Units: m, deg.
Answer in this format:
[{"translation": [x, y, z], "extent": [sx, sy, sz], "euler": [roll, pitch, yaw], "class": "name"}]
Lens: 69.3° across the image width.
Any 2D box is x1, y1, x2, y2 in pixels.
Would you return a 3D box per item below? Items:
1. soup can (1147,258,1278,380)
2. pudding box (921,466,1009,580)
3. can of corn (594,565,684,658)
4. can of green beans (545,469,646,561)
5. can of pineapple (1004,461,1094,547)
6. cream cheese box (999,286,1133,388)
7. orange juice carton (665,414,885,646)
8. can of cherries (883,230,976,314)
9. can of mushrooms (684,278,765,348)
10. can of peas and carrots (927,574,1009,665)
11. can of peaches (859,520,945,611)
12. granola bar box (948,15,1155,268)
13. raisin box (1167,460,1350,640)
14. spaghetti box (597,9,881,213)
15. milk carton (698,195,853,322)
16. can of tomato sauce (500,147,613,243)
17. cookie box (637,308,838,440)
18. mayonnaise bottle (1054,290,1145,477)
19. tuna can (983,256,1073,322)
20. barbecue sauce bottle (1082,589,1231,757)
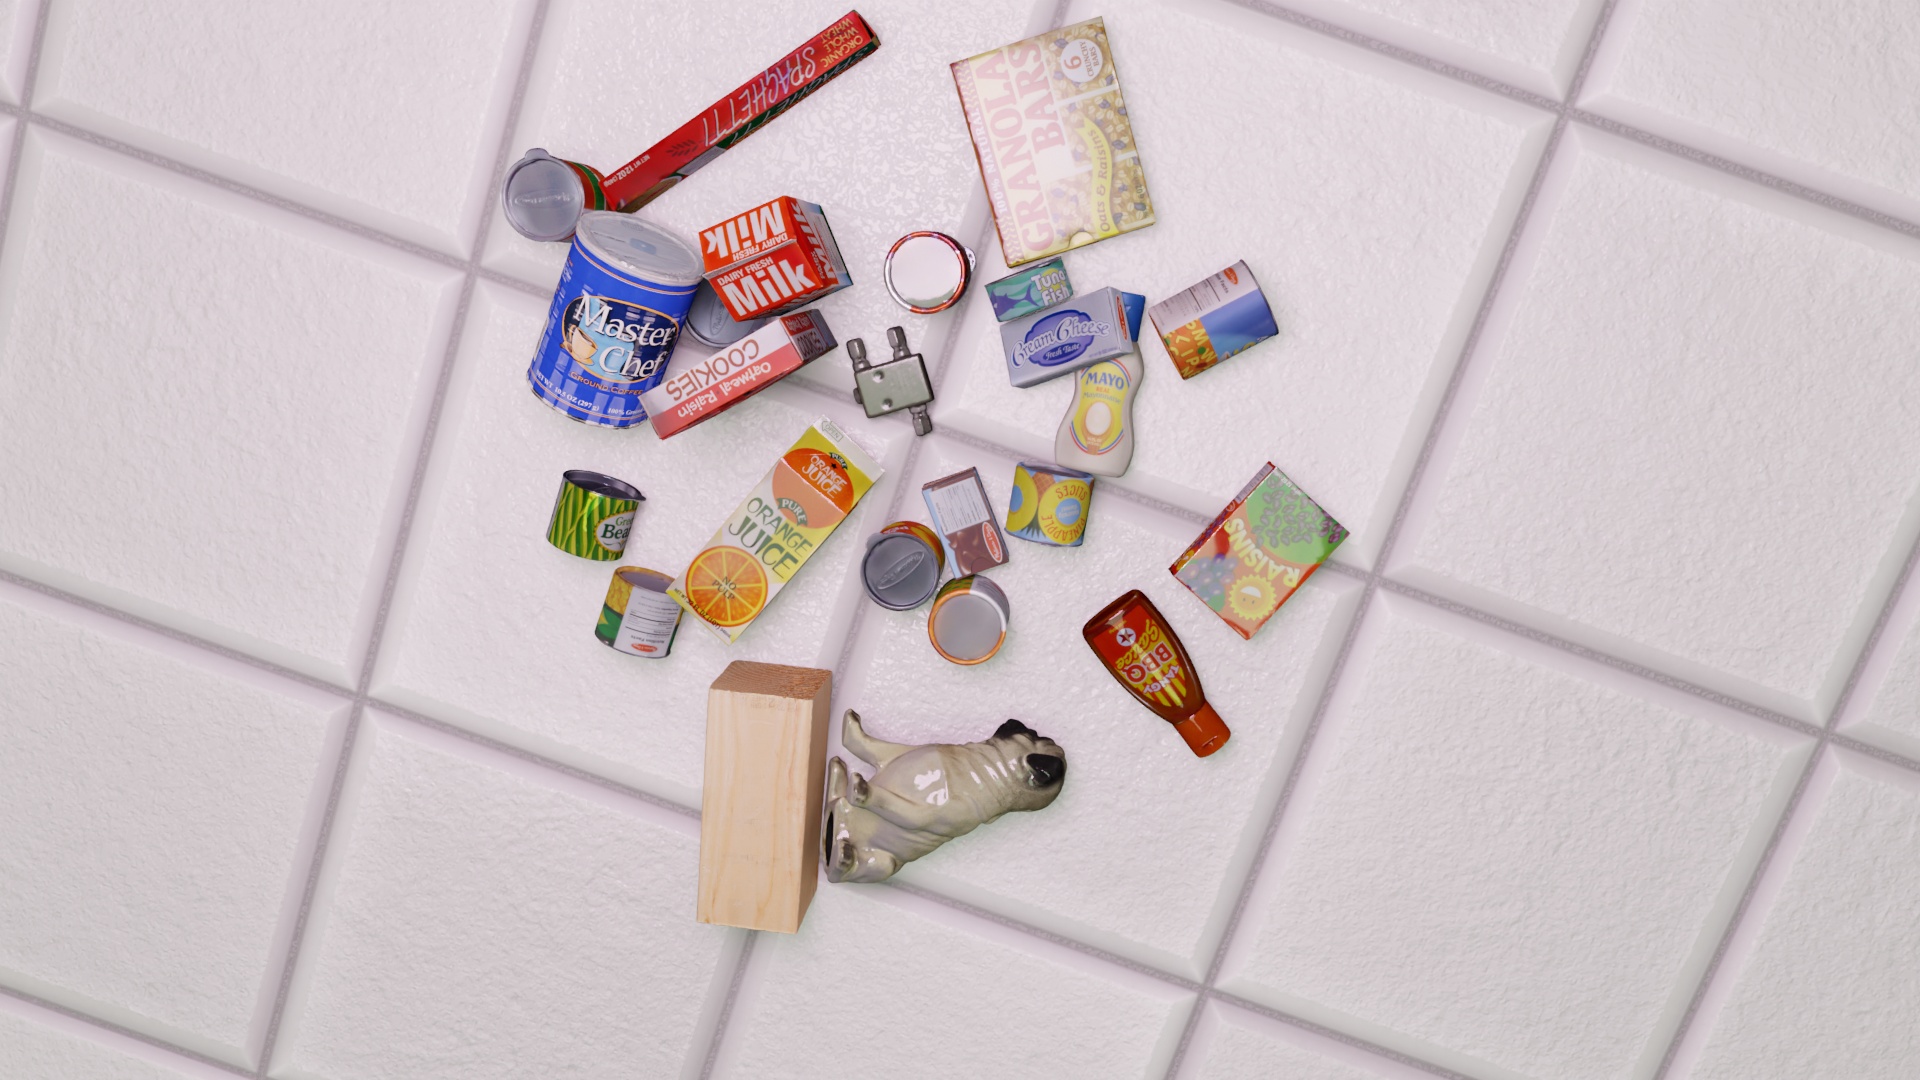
[{"translation": [0.201, -0.172, 1.104], "extent": [0.084, 0.071, 0.071], "euler": [-27, 98, 9], "class": "soup can"}, {"translation": [0.004, -0.015, 1.163], "extent": [0.049, 0.030, 0.083], "euler": [-20, 99, 6], "class": "pudding box"}, {"translation": [-0.271, 0.059, 1.179], "extent": [0.071, 0.071, 0.058], "euler": [20, 101, 0], "class": "can of corn"}, {"translation": [-0.308, -0.021, 1.164], "extent": [0.071, 0.071, 0.057], "euler": [19, 102, 0], "class": "can of green beans"}, {"translation": [0.074, -0.030, 1.136], "extent": [0.071, 0.071, 0.057], "euler": [10, 101, 2], "class": "can of pineapple"}, {"translation": [0.083, -0.160, 1.107], "extent": [0.103, 0.024, 0.053], "euler": [-15, 80, 31], "class": "cream cheese box"}, {"translation": [-0.150, -0.011, 1.152], "extent": [0.072, 0.073, 0.192], "euler": [42, 100, -4], "class": "orange juice carton"}, {"translation": [-0.024, -0.217, 1.114], "extent": [0.071, 0.058, 0.071], "euler": [1, 101, 4], "class": "can of cherries"}, {"translation": [-0.192, -0.191, 1.142], "extent": [0.071, 0.033, 0.071], "euler": [1, 100, 4], "class": "can of mushrooms"}, {"translation": [0.006, 0.068, 1.164], "extent": [0.071, 0.059, 0.070], "euler": [1, 100, 4], "class": "can of peas and carrots"}, {"translation": [-0.049, 0.018, 1.159], "extent": [0.071, 0.058, 0.071], "euler": [1, 101, 4], "class": "can of peaches"}, {"translation": [0.074, -0.313, 1.099], "extent": [0.124, 0.039, 0.165], "euler": [-16, 99, 7], "class": "granola bar box"}, {"translation": [0.245, 0.008, 1.147], "extent": [0.086, 0.040, 0.123], "euler": [41, 99, -5], "class": "raisin box"}, {"translation": [-0.175, -0.339, 1.106], "extent": [0.250, 0.050, 0.028], "euler": [-31, 98, 8], "class": "spaghetti box"}, {"translation": [-0.141, -0.213, 1.054], "extent": [0.072, 0.191, 0.073], "euler": [-21, 98, 8], "class": "milk carton"}, {"translation": [-0.320, -0.273, 1.110], "extent": [0.071, 0.083, 0.071], "euler": [1, 101, 4], "class": "can of tomato sauce"}, {"translation": [-0.168, -0.132, 1.083], "extent": [0.123, 0.168, 0.040], "euler": [-28, 99, 9], "class": "cookie box"}, {"translation": [0.119, -0.128, 1.129], "extent": [0.065, 0.041, 0.147], "euler": [12, 101, 10], "class": "mayonnaise bottle"}, {"translation": [0.056, -0.200, 1.106], "extent": [0.071, 0.071, 0.032], "euler": [-20, 101, 7], "class": "tuna can"}, {"translation": [0.170, 0.115, 1.169], "extent": [0.065, 0.044, 0.148], "euler": [-37, 96, 9], "class": "barbecue sauce bottle"}]
